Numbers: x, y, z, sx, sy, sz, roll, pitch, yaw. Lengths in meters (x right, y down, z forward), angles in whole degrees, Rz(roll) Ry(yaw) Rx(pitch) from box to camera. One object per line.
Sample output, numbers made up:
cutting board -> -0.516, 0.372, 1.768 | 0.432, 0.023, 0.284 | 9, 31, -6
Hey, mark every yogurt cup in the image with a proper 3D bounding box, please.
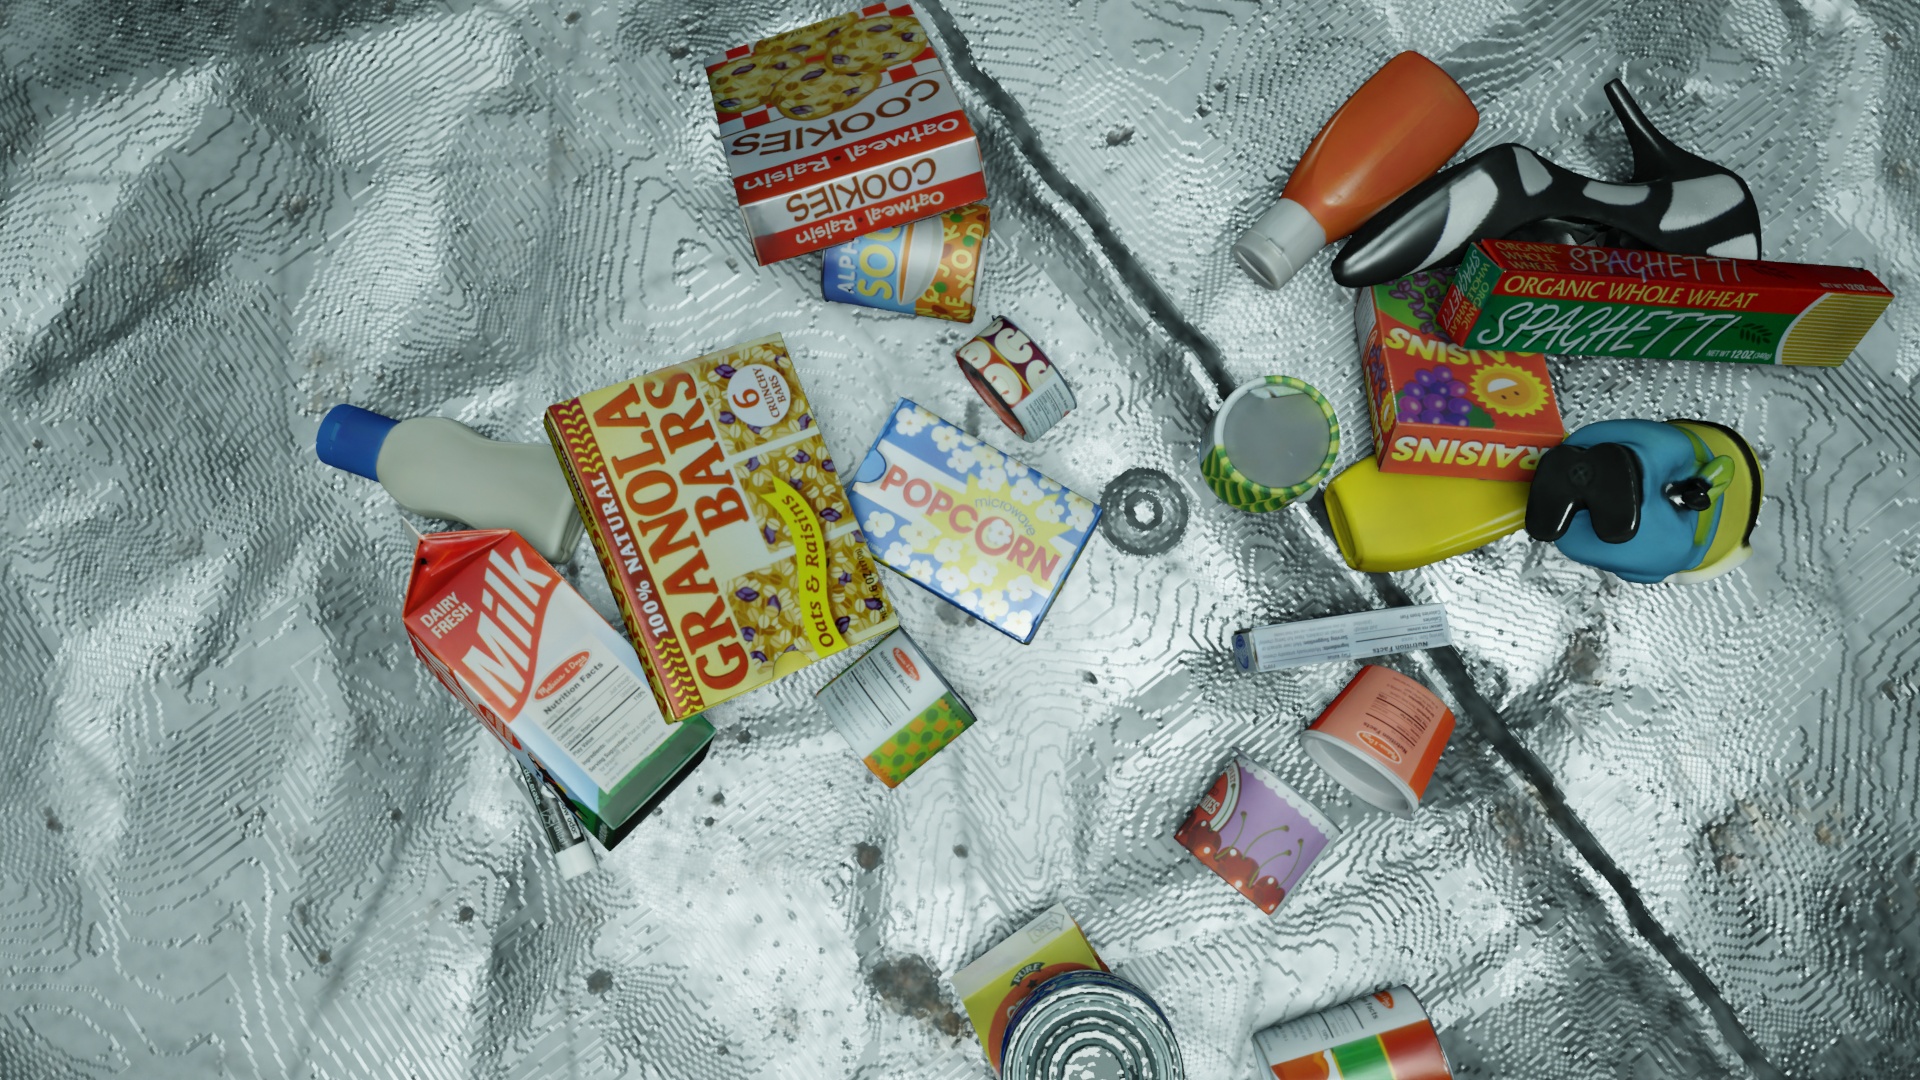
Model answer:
yogurt cup -> 0.220, 0.102, 0.725 | 0.072, 0.072, 0.054 | 37, 77, 6

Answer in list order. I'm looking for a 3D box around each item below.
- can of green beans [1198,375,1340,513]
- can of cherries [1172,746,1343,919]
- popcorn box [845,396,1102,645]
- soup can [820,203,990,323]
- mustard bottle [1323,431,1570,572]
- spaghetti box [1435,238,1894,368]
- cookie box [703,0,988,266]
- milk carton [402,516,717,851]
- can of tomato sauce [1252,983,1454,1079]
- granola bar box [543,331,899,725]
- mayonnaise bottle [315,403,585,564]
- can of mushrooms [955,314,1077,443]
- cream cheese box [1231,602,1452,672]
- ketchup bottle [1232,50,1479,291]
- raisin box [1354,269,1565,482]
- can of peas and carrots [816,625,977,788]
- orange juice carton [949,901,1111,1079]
can of green beans -> 0.166, -0.051, 0.750 | 0.071, 0.057, 0.071 | 0, 82, 1
can of cherries -> 0.151, 0.150, 0.718 | 0.071, 0.071, 0.058 | 39, 86, 6
popcorn box -> 0.003, -0.010, 0.758 | 0.127, 0.038, 0.085 | 29, 85, 5
soup can -> -0.030, -0.158, 0.763 | 0.084, 0.071, 0.071 | 9, 83, 3
mustard bottle -> 0.281, -0.028, 0.748 | 0.160, 0.048, 0.065 | -14, 78, -1
spaghetti box -> 0.367, -0.121, 0.721 | 0.250, 0.049, 0.029 | 0, 44, -17
cookie box -> -0.065, -0.223, 0.746 | 0.123, 0.040, 0.168 | -18, 46, -2
milk carton -> -0.221, 0.065, 0.722 | 0.190, 0.072, 0.074 | 44, 64, 4
can of tomato sauce -> 0.198, 0.271, 0.699 | 0.083, 0.071, 0.071 | -18, 82, 0
granola bar box -> -0.119, -0.008, 0.698 | 0.124, 0.039, 0.165 | -22, 90, -22
mayonnaise bottle -> -0.279, -0.037, 0.767 | 0.148, 0.041, 0.065 | 18, 83, 5
can of mushrooms -> 0.028, -0.089, 0.755 | 0.033, 0.071, 0.071 | -41, 83, -3
cream cheese box -> 0.200, 0.051, 0.737 | 0.104, 0.053, 0.024 | -8, 84, 0
ketchup bottle -> 0.217, -0.203, 0.777 | 0.149, 0.043, 0.065 | -44, 86, -4
raisin box -> 0.260, -0.089, 0.734 | 0.086, 0.039, 0.124 | 5, 50, 1
can of peas and carrots -> -0.033, 0.089, 0.733 | 0.059, 0.071, 0.071 | -39, 83, -3
orange juice carton -> 0.074, 0.284, 0.697 | 0.072, 0.073, 0.193 | -33, 82, -2
